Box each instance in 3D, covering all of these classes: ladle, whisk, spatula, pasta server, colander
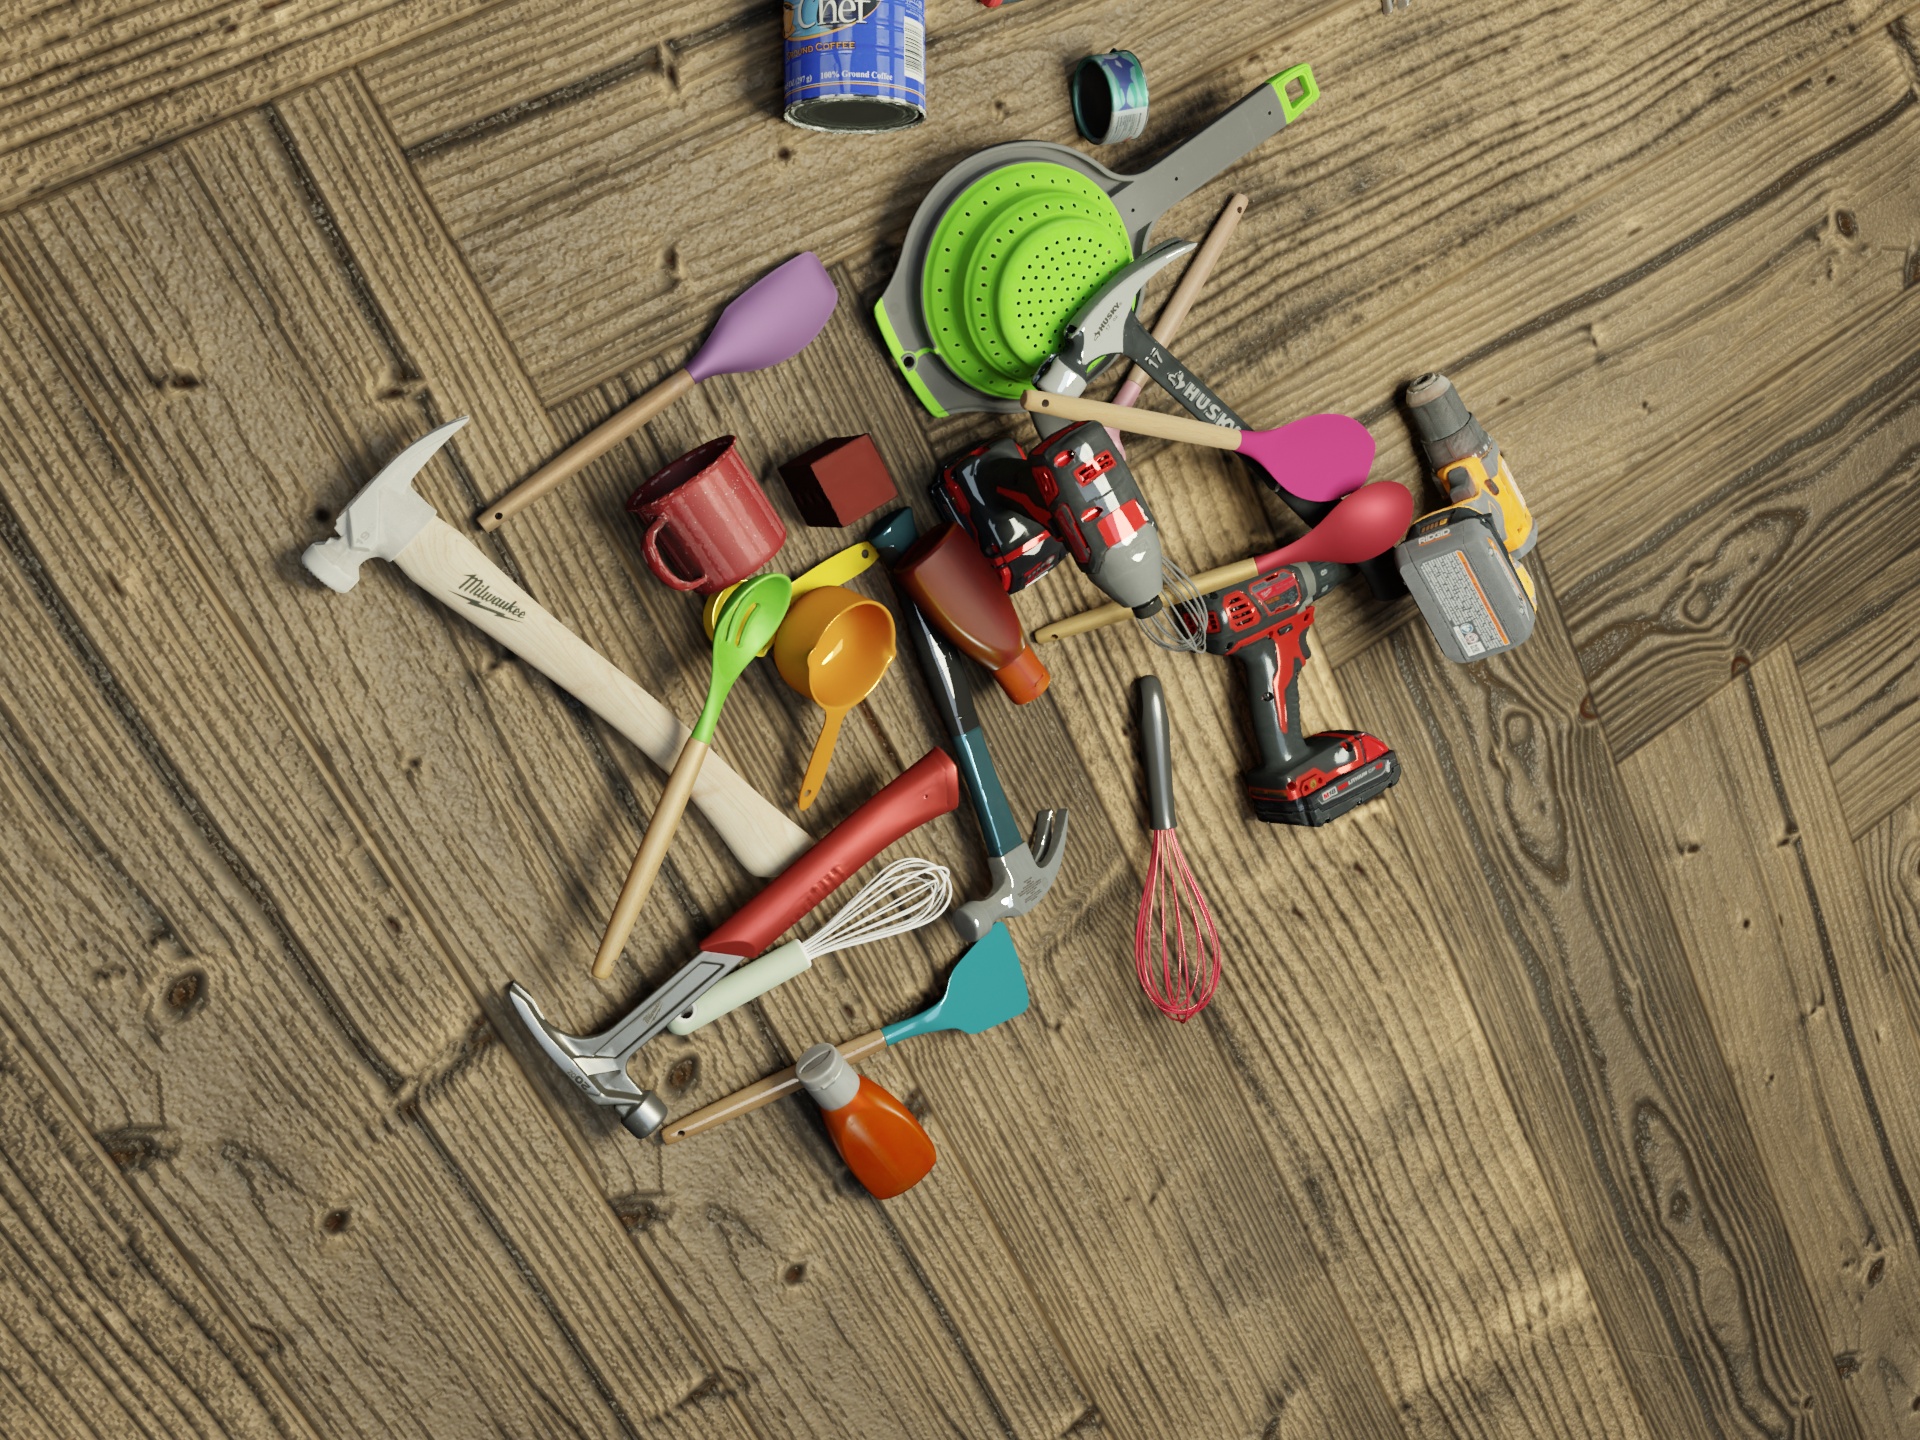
[{"bbox_3d":[0.209,-0.116,1.263,0.315,0.031,0.069,-18,131,8],"label":"ladle"},{"bbox_3d":[0.121,-0.150,1.220,0.055,0.055,0.239,-37,101,-15],"label":"whisk"},{"bbox_3d":[-0.087,0.260,1.258,0.317,0.044,0.082,-22,106,-14],"label":"spatula"},{"bbox_3d":[0.172,0.108,1.330,0.073,0.073,0.296,-8,95,-22],"label":"whisk"},{"bbox_3d":[0.158,-0.293,1.283,0.060,0.040,0.316,35,81,-35],"label":"pasta server"},{"bbox_3d":[-0.114,0.175,1.225,0.246,0.059,0.058,-27,63,-14],"label":"whisk"},{"bbox_3d":[-0.214,-0.231,1.143,0.316,0.018,0.059,-39,119,-14],"label":"spatula"},{"bbox_3d":[0.128,-0.369,1.189,0.397,0.095,0.204,-37,122,-5],"label":"colander"}]

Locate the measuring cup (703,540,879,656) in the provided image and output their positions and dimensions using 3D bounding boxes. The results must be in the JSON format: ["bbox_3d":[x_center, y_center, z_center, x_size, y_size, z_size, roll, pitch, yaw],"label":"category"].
[{"bbox_3d":[-0.126,-0.099,1.199,0.156,0.029,0.062,-32,112,-29],"label":"measuring cup"}]

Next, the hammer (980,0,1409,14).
[{"bbox_3d":[0.191,-0.601,1.259,0.386,0.038,0.143,-21,106,-19],"label":"hammer"}]

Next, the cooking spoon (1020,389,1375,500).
[{"bbox_3d":[0.183,-0.212,1.178,0.318,0.017,0.068,5,110,-29],"label":"cooking spoon"}]

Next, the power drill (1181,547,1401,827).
[{"bbox_3d":[0.298,-0.041,1.355,0.188,0.080,0.226,-25,102,-26],"label":"power drill"}]

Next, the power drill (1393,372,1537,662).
[{"bbox_3d":[0.421,-0.177,1.337,0.185,0.084,0.226,55,36,-21],"label":"power drill"}]

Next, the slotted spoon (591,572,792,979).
[{"bbox_3d":[-0.196,0.037,1.127,0.314,0.031,0.070,-67,157,0],"label":"slotted spoon"}]

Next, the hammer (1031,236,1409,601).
[{"bbox_3d":[0.237,-0.209,1.238,0.408,0.036,0.149,32,98,-34],"label":"hammer"}]

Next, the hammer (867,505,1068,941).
[{"bbox_3d":[-0.002,-0.004,1.239,0.128,0.033,0.331,-27,103,-39],"label":"hammer"}]

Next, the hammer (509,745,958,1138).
[{"bbox_3d":[-0.150,0.138,1.171,0.359,0.037,0.149,-41,101,-5],"label":"hammer"}]

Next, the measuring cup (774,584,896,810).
[{"bbox_3d":[-0.109,-0.019,1.195,0.095,0.052,0.173,-6,120,-51],"label":"measuring cup"}]

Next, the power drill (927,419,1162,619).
[{"bbox_3d":[0.070,-0.143,1.164,0.078,0.220,0.143,-35,108,-15],"label":"power drill"}]

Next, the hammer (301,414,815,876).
[{"bbox_3d":[-0.252,-0.032,1.133,0.146,0.038,0.410,-47,113,0],"label":"hammer"}]
